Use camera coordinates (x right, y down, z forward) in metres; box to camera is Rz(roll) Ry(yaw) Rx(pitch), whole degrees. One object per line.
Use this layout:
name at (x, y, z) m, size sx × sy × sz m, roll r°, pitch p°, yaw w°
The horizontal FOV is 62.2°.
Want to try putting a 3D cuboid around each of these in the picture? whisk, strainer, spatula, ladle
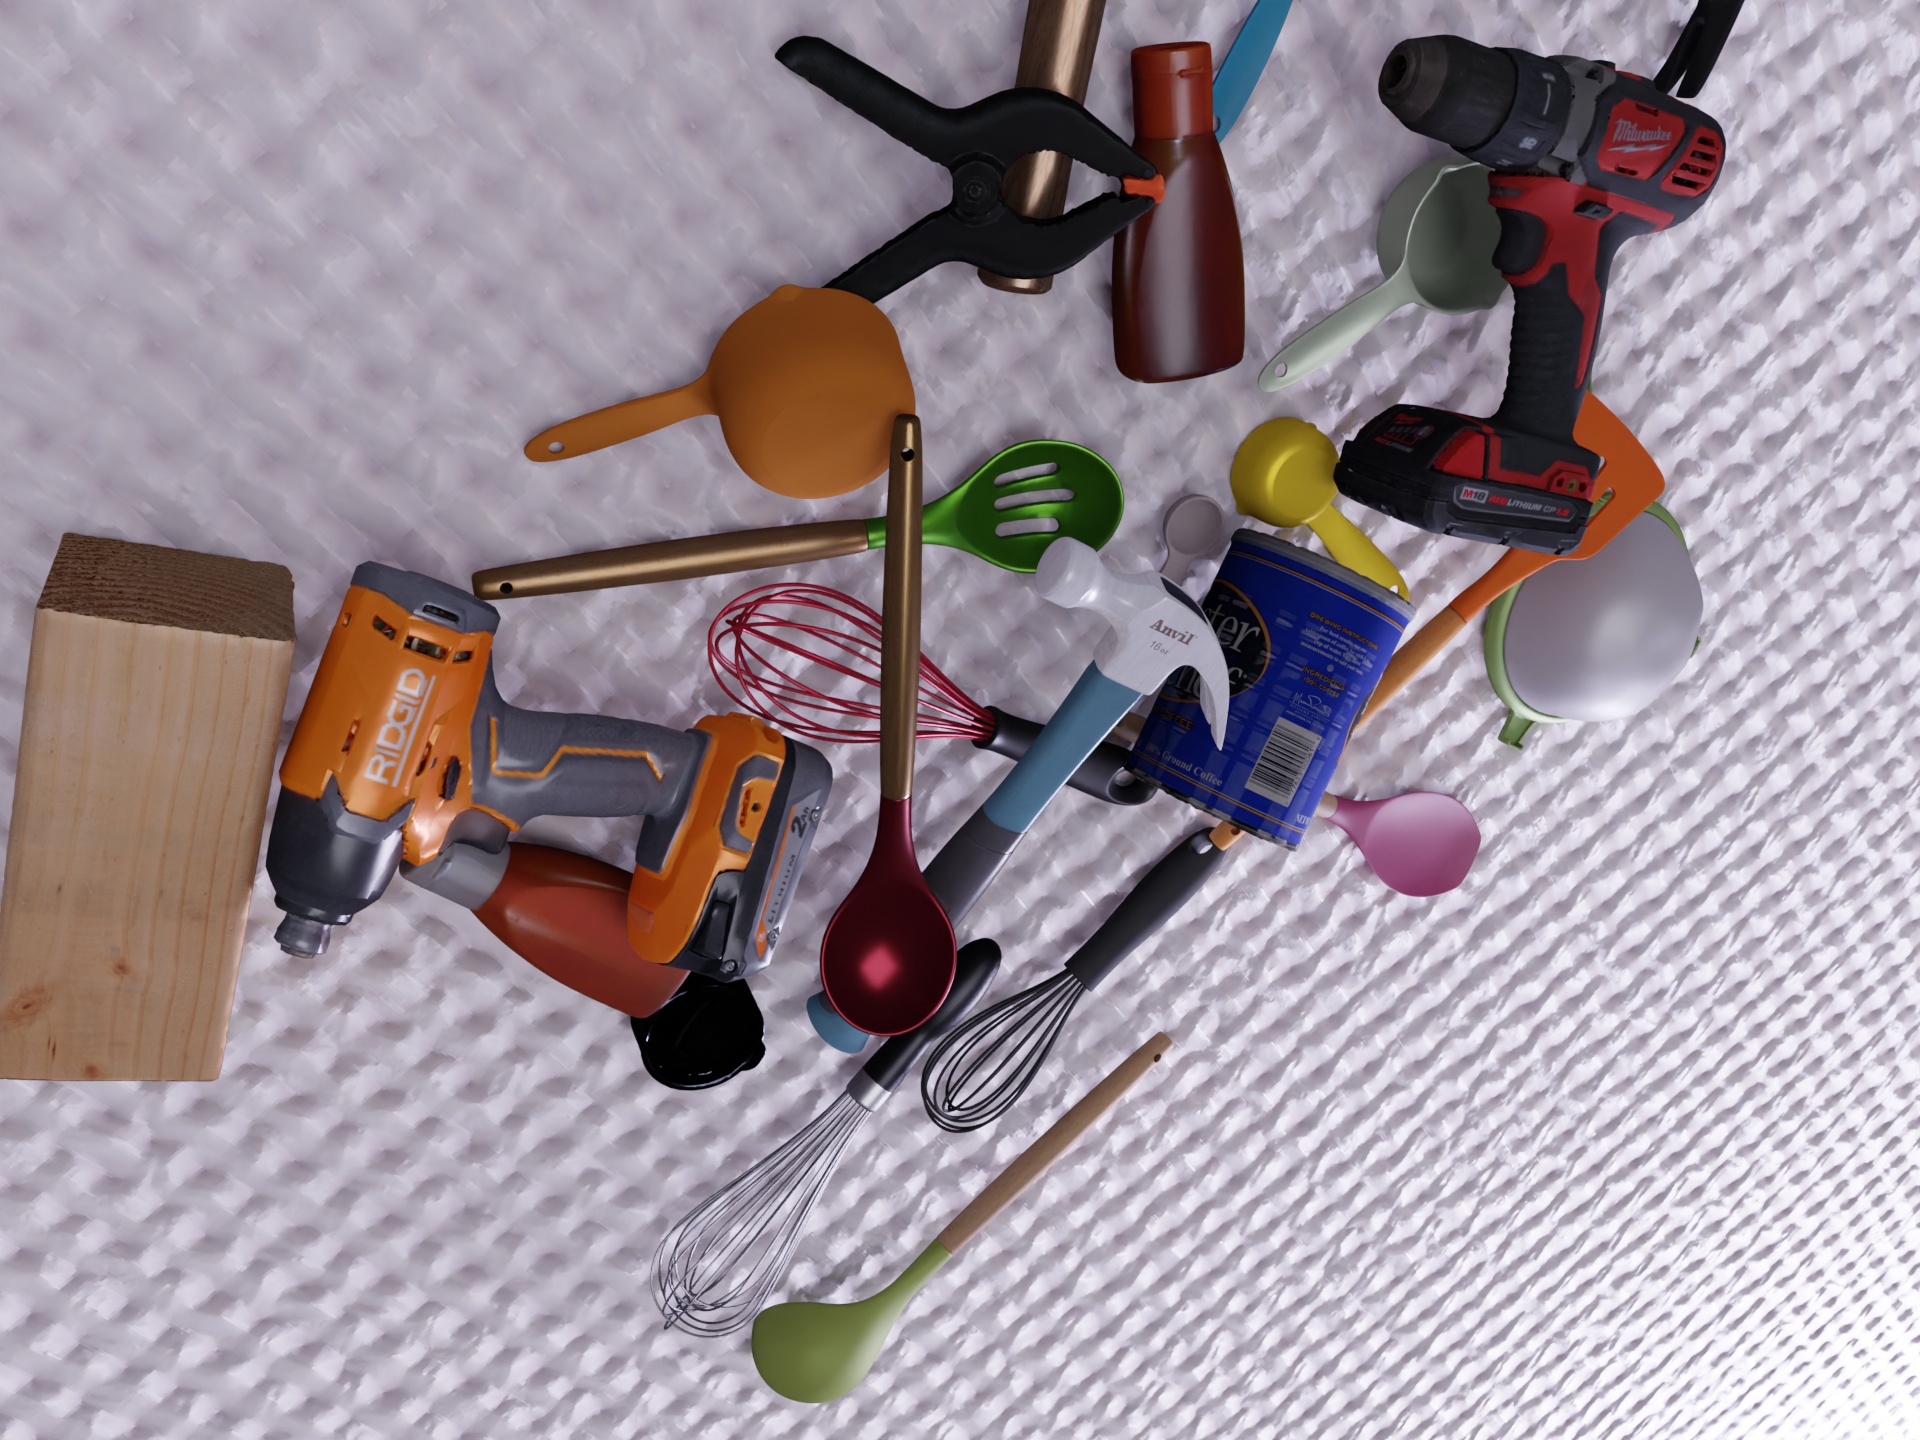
whisk at (0.068, 0.147, 0.926) m, size 0.239 × 0.055 × 0.055 m, roll -44°, pitch 124°, yaw -5°
strainer at (0.380, -0.097, 0.925) m, size 0.151 × 0.069 × 0.256 m, roll -26°, pitch 124°, yaw -10°
spatula at (0.258, -0.044, 0.892) m, size 0.081 × 0.041 × 0.322 m, roll 42°, pitch 102°, yaw -12°
whisk at (-0.001, -0.003, 0.814) m, size 0.295 × 0.073 × 0.073 m, roll 21°, pitch 105°, yaw -37°
ladle at (0.005, 0.298, 0.979) m, size 0.320 × 0.062 × 0.078 m, roll -41°, pitch 122°, yaw -9°
whisk at (-0.073, 0.233, 0.901) m, size 0.284 × 0.070 × 0.070 m, roll -49°, pitch 123°, yaw -2°
ladle at (-0.031, 0.012, 0.744) m, size 0.069 × 0.031 × 0.315 m, roll -2°, pitch 117°, yaw -10°

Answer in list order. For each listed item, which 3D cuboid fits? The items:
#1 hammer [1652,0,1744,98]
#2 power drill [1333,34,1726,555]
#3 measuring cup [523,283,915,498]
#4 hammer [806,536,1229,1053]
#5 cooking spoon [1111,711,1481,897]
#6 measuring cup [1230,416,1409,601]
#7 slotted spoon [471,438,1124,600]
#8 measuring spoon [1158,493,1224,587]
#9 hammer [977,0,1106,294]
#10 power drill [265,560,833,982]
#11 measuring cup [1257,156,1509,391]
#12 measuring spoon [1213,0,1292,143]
hammer at (0.249, -0.398, 0.740) m, size 0.336 × 0.034 × 0.127 m, roll 7°, pitch 110°, yaw -26°
power drill at (0.258, -0.206, 0.770) m, size 0.187 × 0.080 × 0.226 m, roll 6°, pitch 109°, yaw -26°
measuring cup at (-0.103, -0.126, 0.695) m, size 0.173 × 0.052 × 0.095 m, roll -18°, pitch 146°, yaw -5°
hammer at (0.014, 0.058, 0.806) m, size 0.128 × 0.033 × 0.331 m, roll 22°, pitch 122°, yaw -25°
cooking spoon at (0.201, 0.043, 0.946) m, size 0.318 × 0.017 × 0.069 m, roll 21°, pitch 96°, yaw -31°
measuring cup at (0.208, -0.104, 0.868) m, size 0.156 × 0.029 × 0.062 m, roll 38°, pitch 96°, yaw -31°
slotted spoon at (-0.071, -0.087, 0.758) m, size 0.313 × 0.031 × 0.070 m, roll -10°, pitch 118°, yaw -17°
measuring spoon at (0.103, -0.067, 0.854) m, size 0.034 × 0.018 × 0.124 m, roll 11°, pitch 116°, yaw -28°
hammer at (0.056, -0.346, 0.668) m, size 0.130 × 0.031 × 0.331 m, roll 9°, pitch 116°, yaw -4°
power drill at (-0.184, 0.045, 0.704) m, size 0.226 × 0.084 × 0.164 m, roll 23°, pitch 83°, yaw -33°
measuring cup at (0.212, -0.222, 0.810) m, size 0.167 × 0.038 × 0.083 m, roll -36°, pitch 123°, yaw -2°
measuring spoon at (0.137, -0.327, 0.740) m, size 0.042 × 0.021 × 0.128 m, roll 13°, pitch 118°, yaw -29°
